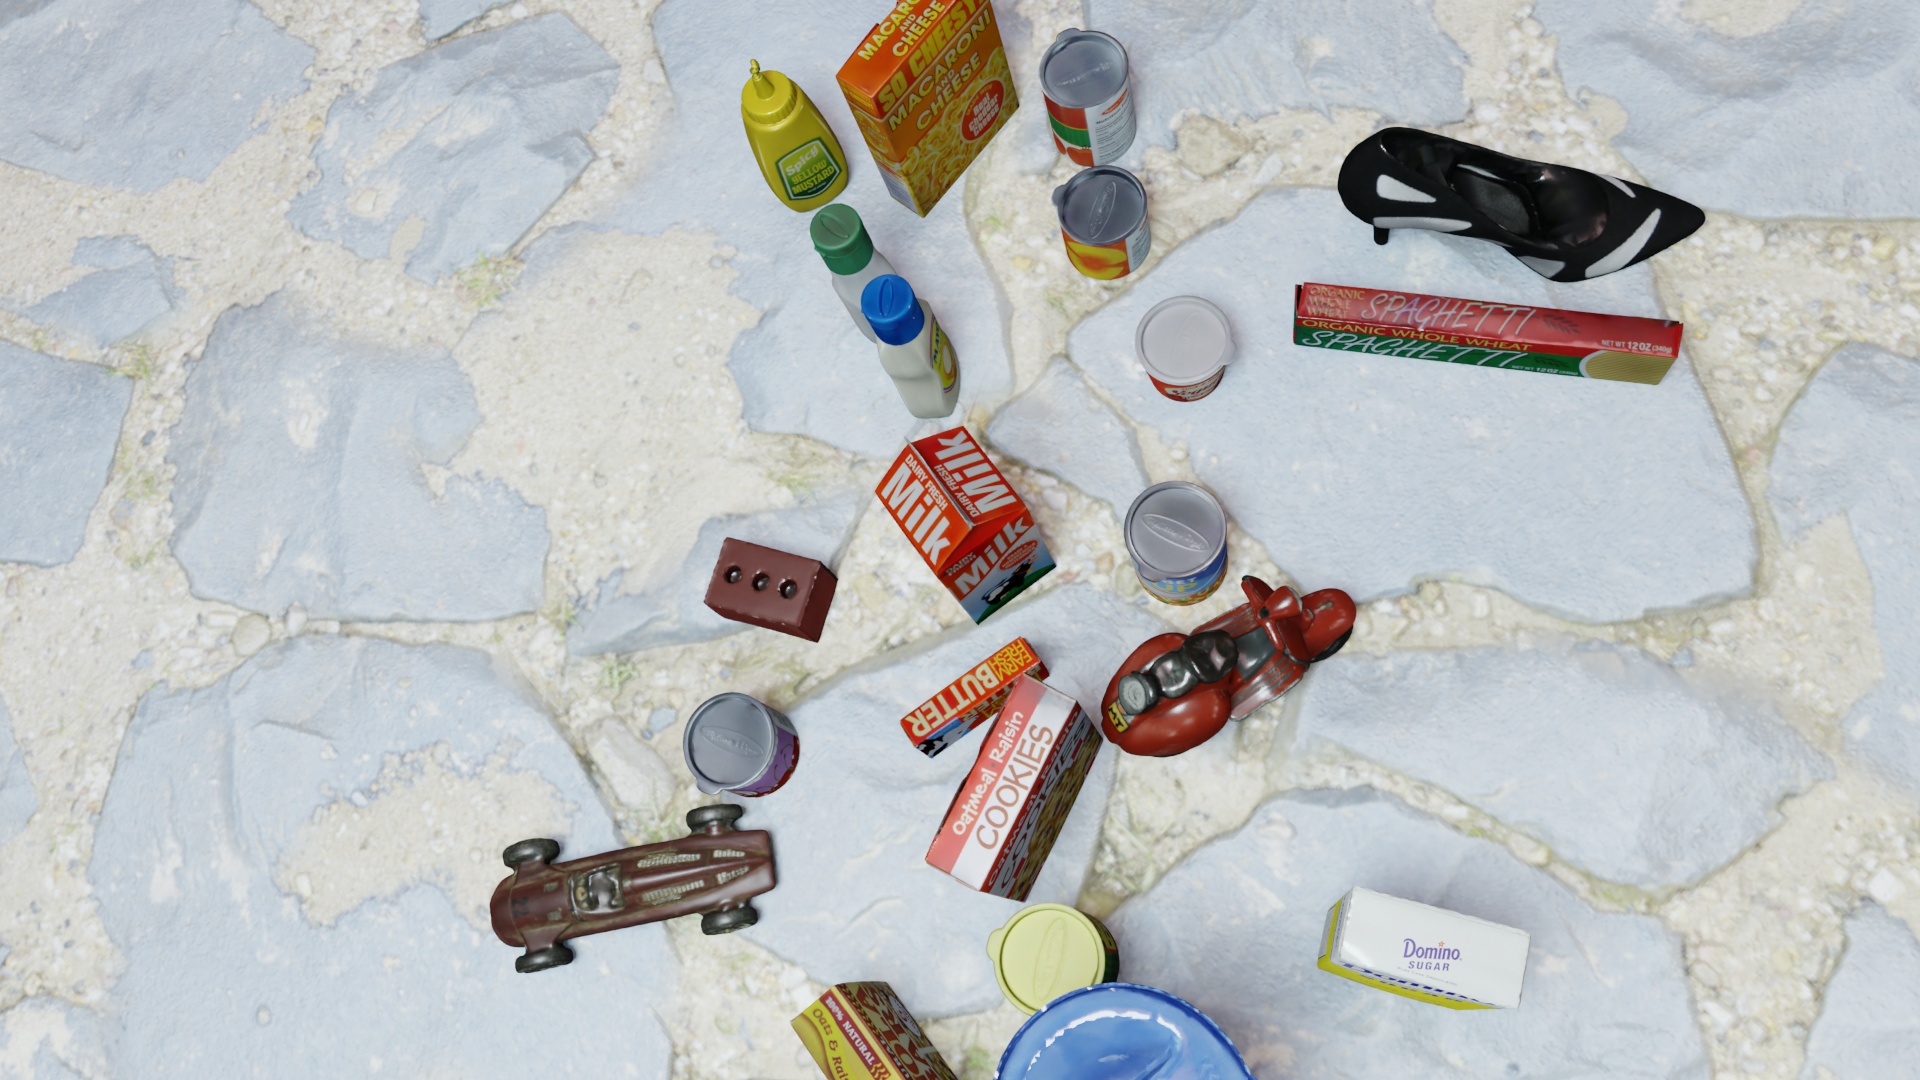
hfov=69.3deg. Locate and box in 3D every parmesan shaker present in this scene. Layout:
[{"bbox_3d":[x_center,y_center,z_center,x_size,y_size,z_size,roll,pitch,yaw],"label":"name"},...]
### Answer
[{"bbox_3d":[0.059,0.260,0.863,0.071,0.103,0.071,-3,73,11],"label":"parmesan shaker"}]

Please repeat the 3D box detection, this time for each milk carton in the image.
[{"bbox_3d":[0.003,-0.011,0.913,0.073,0.190,0.072,-37,70,-1],"label":"milk carton"}]

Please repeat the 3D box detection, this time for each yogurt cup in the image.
[{"bbox_3d":[0.160,-0.133,0.991,0.072,0.054,0.072,-3,73,11],"label":"yogurt cup"}]

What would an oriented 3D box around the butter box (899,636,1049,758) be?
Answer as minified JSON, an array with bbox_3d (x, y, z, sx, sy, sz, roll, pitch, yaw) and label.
[{"bbox_3d":[0.011,0.107,0.947,0.103,0.053,0.024,-35,70,0],"label":"butter box"}]

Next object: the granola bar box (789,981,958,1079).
[{"bbox_3d":[-0.025,0.346,0.842,0.039,0.124,0.166,-40,70,-2],"label":"granola bar box"}]

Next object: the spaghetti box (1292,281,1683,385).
[{"bbox_3d":[0.355,-0.143,0.956,0.250,0.050,0.029,9,75,14],"label":"spaghetti box"}]

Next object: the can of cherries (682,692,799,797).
[{"bbox_3d":[-0.153,0.145,0.966,0.071,0.058,0.071,-3,73,11],"label":"can of cherries"}]

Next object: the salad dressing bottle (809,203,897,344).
[{"bbox_3d":[-0.071,-0.191,1.007,0.064,0.147,0.044,41,85,20],"label":"salad dressing bottle"}]

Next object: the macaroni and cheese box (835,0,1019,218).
[{"bbox_3d":[-0.021,-0.334,1.031,0.040,0.166,0.124,37,84,19],"label":"macaroni and cheese box"}]

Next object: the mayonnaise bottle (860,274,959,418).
[{"bbox_3d":[-0.034,-0.139,0.983,0.041,0.147,0.065,-1,73,12],"label":"mayonnaise bottle"}]

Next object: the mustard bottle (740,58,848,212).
[{"bbox_3d":[-0.132,-0.309,1.050,0.065,0.160,0.049,-31,70,1],"label":"mustard bottle"}]

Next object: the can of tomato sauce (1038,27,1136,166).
[{"bbox_3d":[0.096,-0.334,1.052,0.071,0.083,0.071,-3,73,11],"label":"can of tomato sauce"}]

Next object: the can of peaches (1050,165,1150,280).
[{"bbox_3d":[0.105,-0.236,1.033,0.071,0.058,0.071,-3,73,11],"label":"can of peaches"}]

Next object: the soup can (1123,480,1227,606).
[{"bbox_3d":[0.145,0.006,0.935,0.071,0.083,0.071,-3,73,11],"label":"soup can"}]

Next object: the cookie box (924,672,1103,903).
[{"bbox_3d":[0.038,0.158,0.865,0.040,0.167,0.123,25,80,18],"label":"cookie box"}]
